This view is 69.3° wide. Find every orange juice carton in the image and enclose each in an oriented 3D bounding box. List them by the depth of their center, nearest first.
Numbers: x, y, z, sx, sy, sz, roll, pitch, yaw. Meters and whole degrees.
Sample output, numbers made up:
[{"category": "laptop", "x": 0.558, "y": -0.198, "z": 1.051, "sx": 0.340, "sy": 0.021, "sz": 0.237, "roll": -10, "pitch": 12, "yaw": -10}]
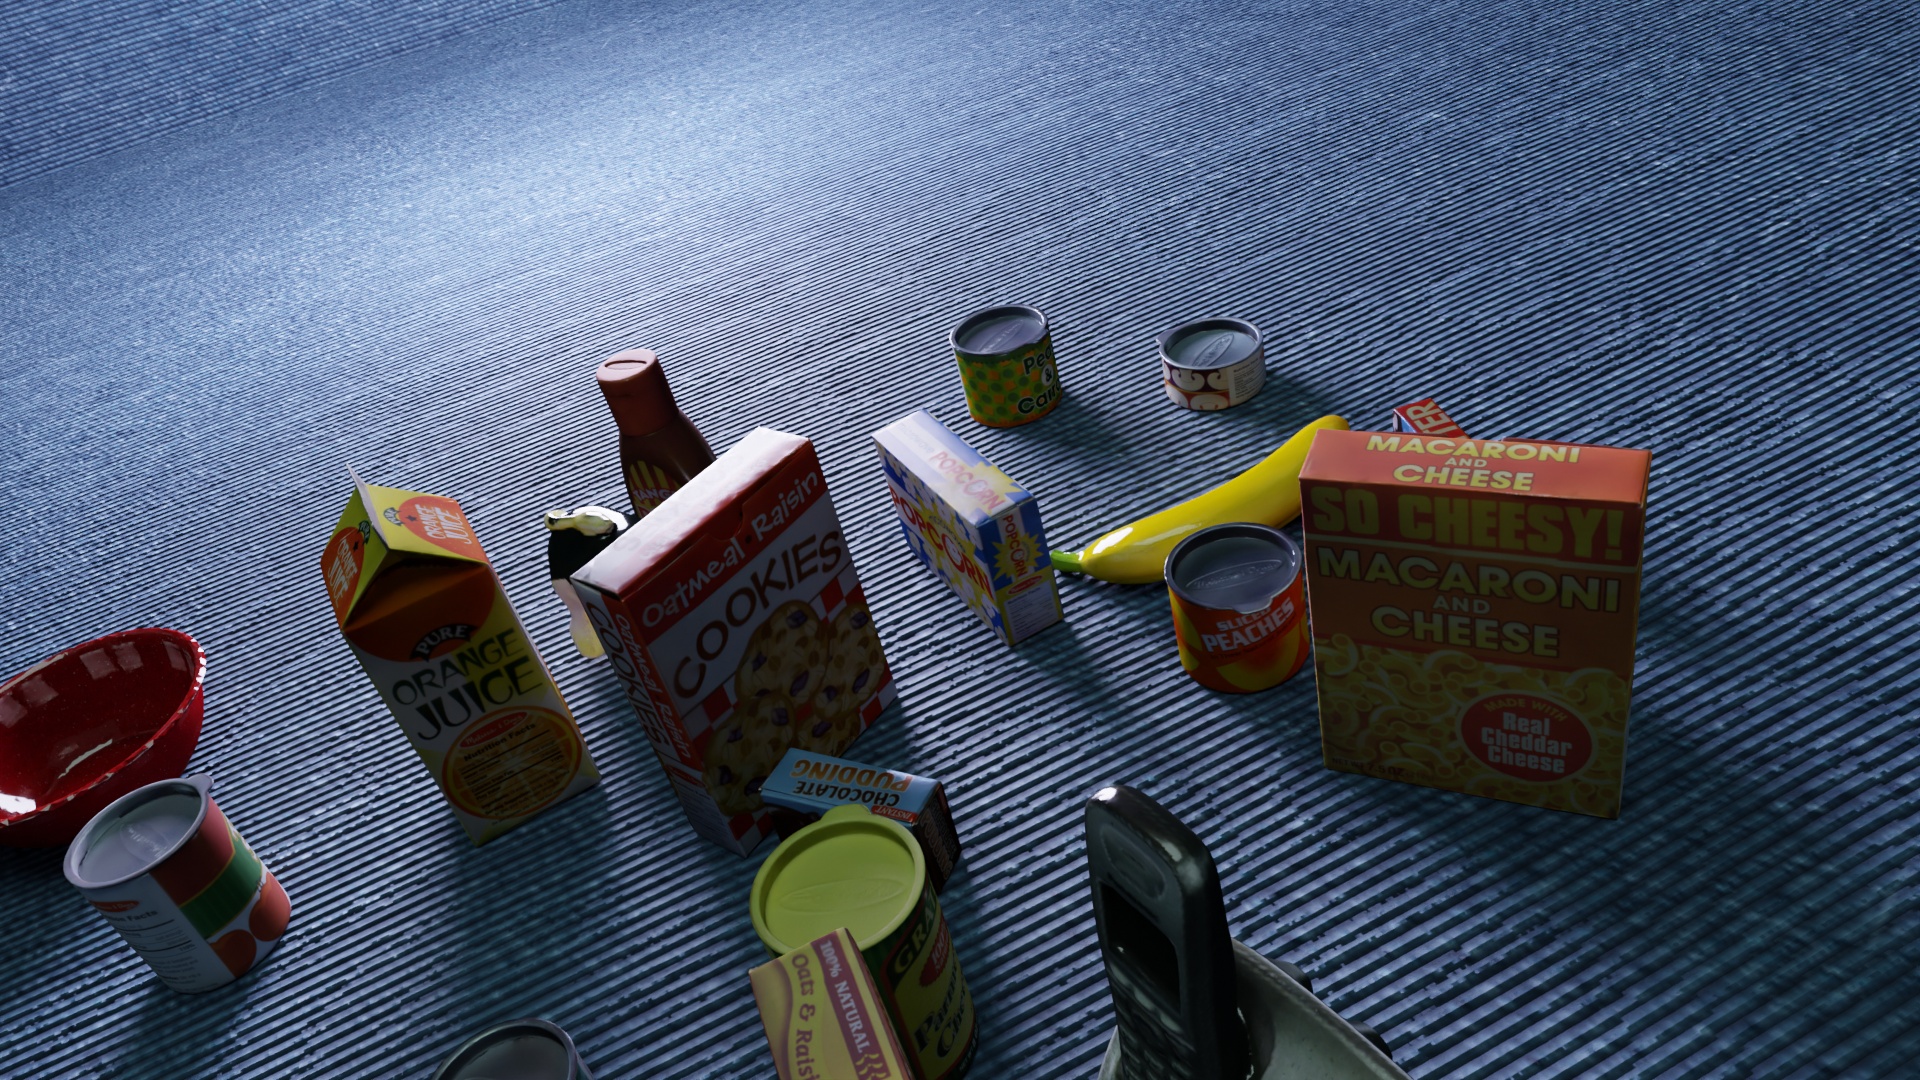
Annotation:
[{"category": "orange juice carton", "x": -0.254, "y": 0.052, "z": 0.690, "sx": 0.073, "sy": 0.191, "sz": 0.072, "roll": -28, "pitch": 37, "yaw": -16}]

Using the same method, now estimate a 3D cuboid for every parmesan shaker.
[{"category": "parmesan shaker", "x": -0.034, "y": 0.163, "z": 0.538, "sx": 0.071, "sy": 0.102, "sz": 0.072, "roll": -10, "pitch": 36, "yaw": 7}]

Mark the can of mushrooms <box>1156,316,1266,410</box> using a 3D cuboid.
[{"category": "can of mushrooms", "x": 0.162, "y": -0.115, "z": 0.899, "sx": 0.071, "sy": 0.033, "sz": 0.071, "roll": -10, "pitch": 36, "yaw": 7}]

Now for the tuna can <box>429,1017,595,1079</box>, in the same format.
[{"category": "tuna can", "x": -0.182, "y": 0.232, "z": 0.558, "sx": 0.071, "sy": 0.032, "sz": 0.071, "roll": -10, "pitch": 36, "yaw": 7}]

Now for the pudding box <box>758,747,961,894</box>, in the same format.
[{"category": "pudding box", "x": -0.046, "y": 0.128, "z": 0.635, "sx": 0.084, "sy": 0.049, "sz": 0.030, "roll": 7, "pitch": 41, "yaw": 27}]

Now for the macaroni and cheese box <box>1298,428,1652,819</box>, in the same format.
[{"category": "macaroni and cheese box", "x": 0.208, "y": 0.034, "z": 0.569, "sx": 0.124, "sy": 0.165, "sz": 0.040, "roll": 6, "pitch": 41, "yaw": 27}]

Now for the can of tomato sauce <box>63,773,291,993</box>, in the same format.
[{"category": "can of tomato sauce", "x": -0.375, "y": 0.166, "z": 0.674, "sx": 0.071, "sy": 0.082, "sz": 0.071, "roll": -10, "pitch": 36, "yaw": 7}]

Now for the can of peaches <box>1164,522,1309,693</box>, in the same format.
[{"category": "can of peaches", "x": 0.138, "y": 0.035, "z": 0.686, "sx": 0.071, "sy": 0.057, "sz": 0.071, "roll": -10, "pitch": 36, "yaw": 7}]

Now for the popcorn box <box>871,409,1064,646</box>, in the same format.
[{"category": "popcorn box", "x": 0.003, "y": -0.010, "z": 0.771, "sx": 0.038, "sy": 0.084, "sz": 0.127, "roll": -28, "pitch": 37, "yaw": -16}]

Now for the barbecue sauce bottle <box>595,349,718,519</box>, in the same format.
[{"category": "barbecue sauce bottle", "x": -0.172, "y": -0.042, "z": 0.824, "sx": 0.065, "sy": 0.147, "sz": 0.044, "roll": 2, "pitch": 39, "yaw": 23}]

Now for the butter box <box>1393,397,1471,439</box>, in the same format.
[{"category": "butter box", "x": 0.260, "y": -0.027, "z": 0.728, "sx": 0.024, "sy": 0.053, "sz": 0.104, "roll": -17, "pitch": 36, "yaw": -1}]

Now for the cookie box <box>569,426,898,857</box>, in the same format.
[{"category": "cookie box", "x": -0.099, "y": 0.048, "z": 0.660, "sx": 0.040, "sy": 0.166, "sz": 0.123, "roll": 15, "pitch": 46, "yaw": 36}]

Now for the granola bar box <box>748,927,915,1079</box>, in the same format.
[{"category": "granola bar box", "x": -0.013, "y": 0.223, "z": 0.431, "sx": 0.039, "sy": 0.123, "sz": 0.166, "roll": -22, "pitch": 36, "yaw": -9}]

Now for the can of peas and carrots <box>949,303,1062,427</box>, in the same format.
[{"category": "can of peas and carrots", "x": 0.033, "y": -0.116, "z": 0.926, "sx": 0.071, "sy": 0.058, "sz": 0.071, "roll": -10, "pitch": 36, "yaw": 7}]
